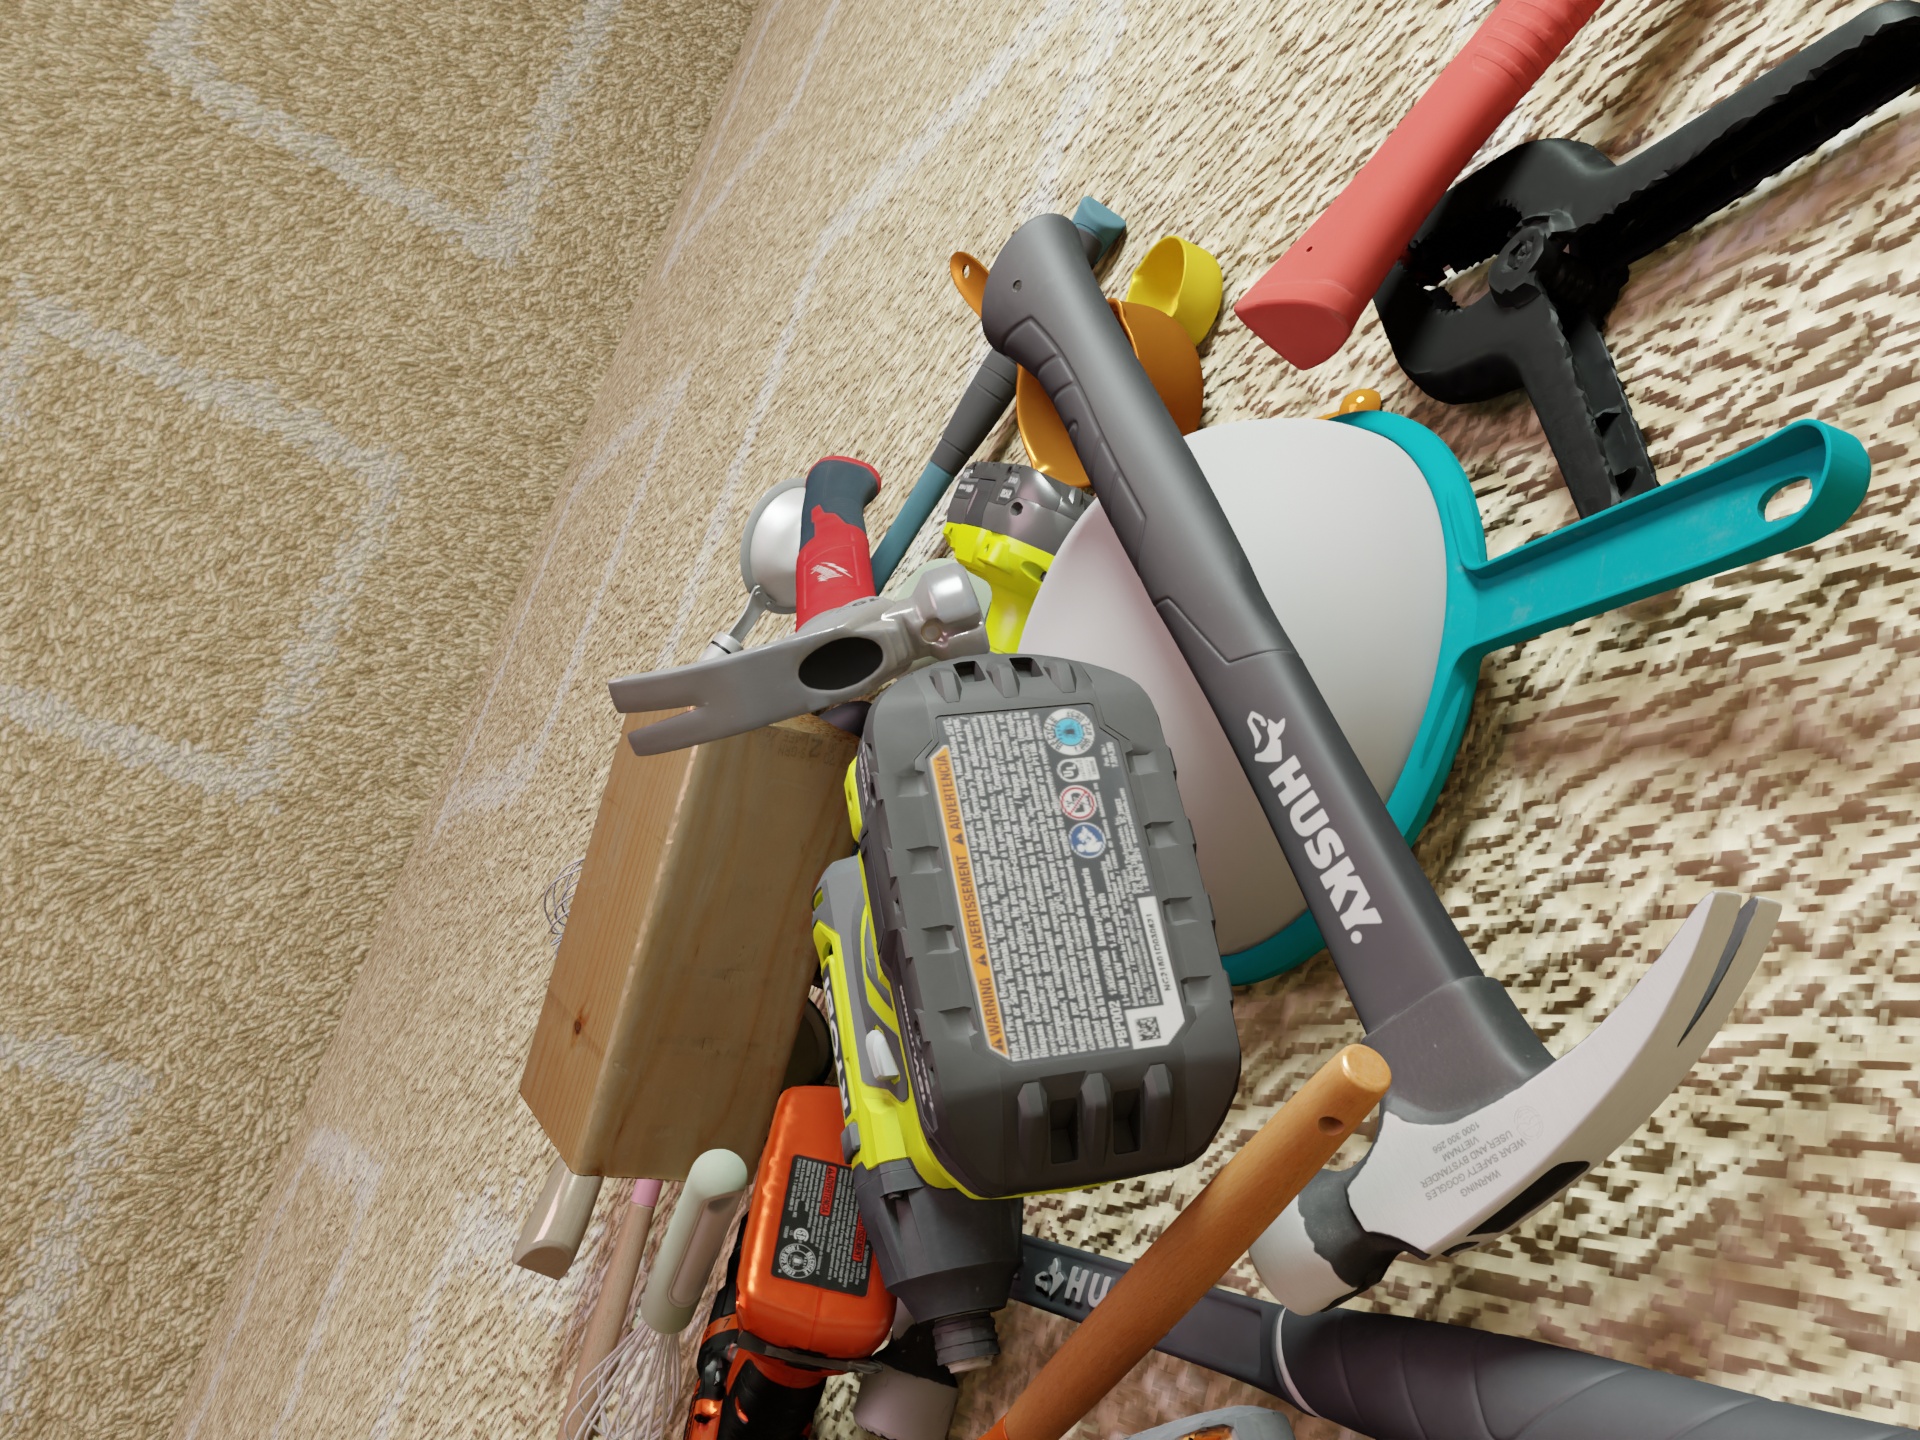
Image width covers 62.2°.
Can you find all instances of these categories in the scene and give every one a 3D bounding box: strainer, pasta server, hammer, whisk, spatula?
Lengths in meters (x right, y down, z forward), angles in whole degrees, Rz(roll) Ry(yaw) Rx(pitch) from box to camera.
[{"bbox_3d":[0.101,-0.033,0.496,0.340,0.095,0.211,153,131,-64],"label":"strainer"},{"bbox_3d":[-0.181,0.303,0.902,0.060,0.040,0.316,-7,65,64],"label":"pasta server"},{"bbox_3d":[0.221,-0.274,0.539,0.359,0.036,0.149,-50,26,13],"label":"hammer"},{"bbox_3d":[-0.135,-0.051,0.971,0.050,0.086,0.258,27,78,41],"label":"strainer"},{"bbox_3d":[0.087,0.170,0.446,0.409,0.036,0.149,-17,51,60],"label":"hammer"},{"bbox_3d":[-0.003,-0.160,0.940,0.331,0.033,0.128,-57,6,8],"label":"hammer"},{"bbox_3d":[-0.138,0.278,0.736,0.059,0.057,0.246,58,138,40],"label":"whisk"},{"bbox_3d":[0.026,0.190,0.430,0.322,0.081,0.041,-63,-1,38],"label":"spatula"},{"bbox_3d":[0.079,-0.026,0.441,0.146,0.035,0.335,-44,52,32],"label":"hammer"},{"bbox_3d":[-0.076,-0.076,0.769,0.143,0.038,0.386,-17,19,0],"label":"hammer"},{"bbox_3d":[-0.182,0.142,1.003,0.146,0.038,0.411,-20,45,61],"label":"hammer"},{"bbox_3d":[-0.146,0.064,0.910,0.284,0.070,0.070,-35,35,30],"label":"whisk"}]

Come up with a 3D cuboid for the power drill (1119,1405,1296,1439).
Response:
[{"bbox_3d":[0.027,0.295,0.378,0.226,0.084,0.186,-47,45,32],"label":"power drill"}]

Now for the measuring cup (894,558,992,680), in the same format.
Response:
[{"bbox_3d":[-0.032,-0.013,0.874,0.083,0.038,0.168,-2,63,65],"label":"measuring cup"}]

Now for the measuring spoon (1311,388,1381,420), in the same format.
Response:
[{"bbox_3d":[0.131,-0.116,0.663,0.117,0.011,0.021,-15,54,61],"label":"measuring spoon"}]

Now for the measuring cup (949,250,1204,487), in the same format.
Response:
[{"bbox_3d":[0.053,-0.180,0.771,0.174,0.052,0.095,55,134,37],"label":"measuring cup"}]

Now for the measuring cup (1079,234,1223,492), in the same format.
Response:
[{"bbox_3d":[0.088,-0.165,0.801,0.062,0.029,0.156,-114,40,-55],"label":"measuring cup"}]

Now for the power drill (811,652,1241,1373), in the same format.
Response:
[{"bbox_3d":[0.003,0.094,0.471,0.223,0.080,0.171,111,150,-61],"label":"power drill"}]

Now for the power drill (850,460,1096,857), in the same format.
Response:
[{"bbox_3d":[-0.001,-0.002,0.756,0.228,0.080,0.191,-66,18,3],"label":"power drill"}]
